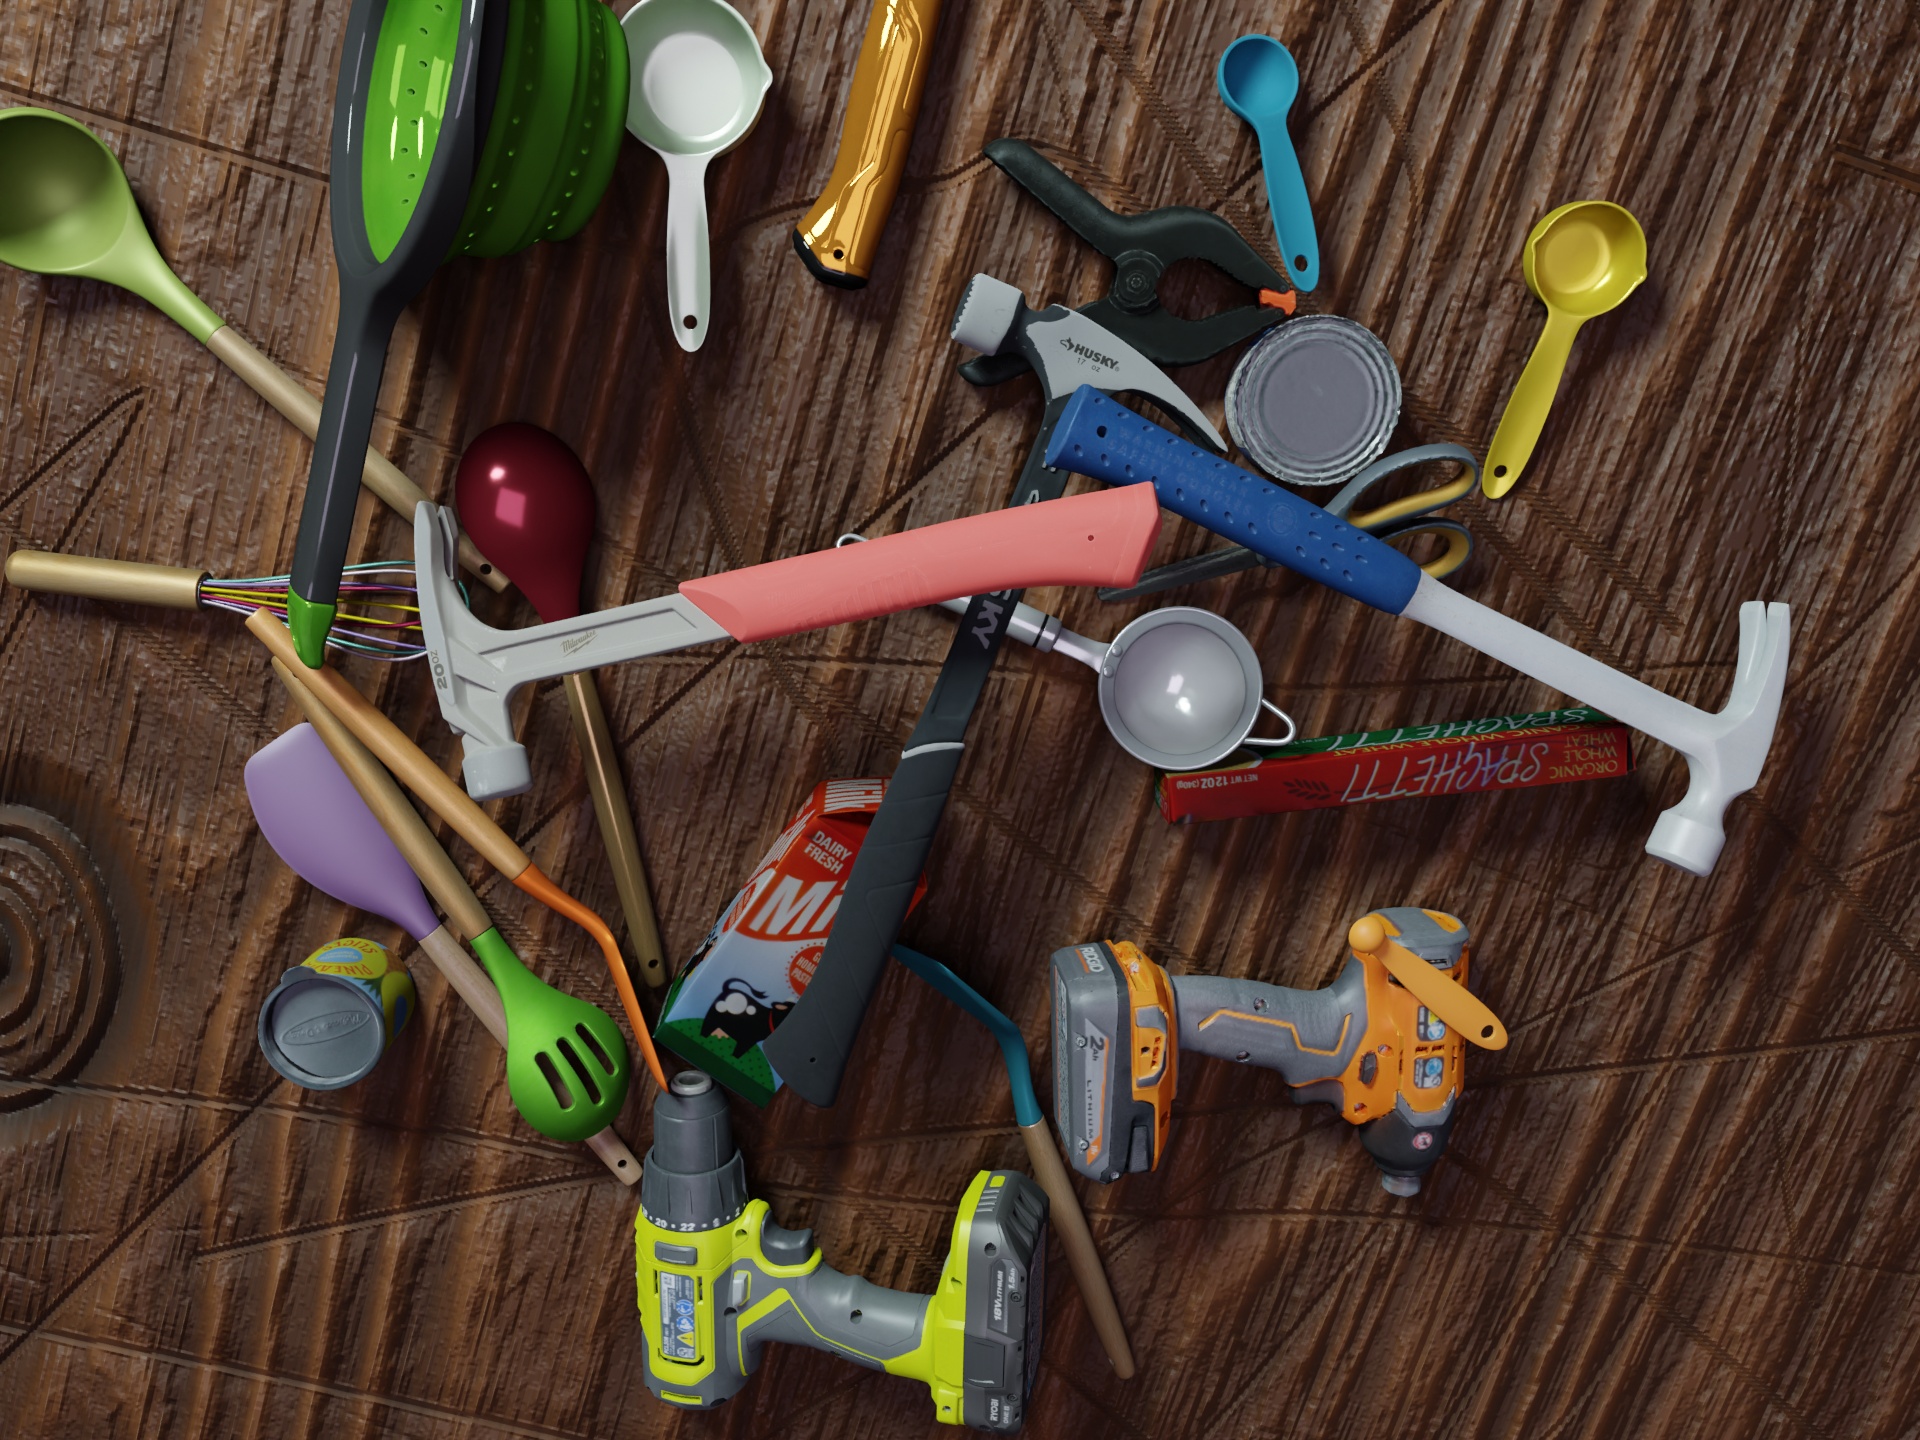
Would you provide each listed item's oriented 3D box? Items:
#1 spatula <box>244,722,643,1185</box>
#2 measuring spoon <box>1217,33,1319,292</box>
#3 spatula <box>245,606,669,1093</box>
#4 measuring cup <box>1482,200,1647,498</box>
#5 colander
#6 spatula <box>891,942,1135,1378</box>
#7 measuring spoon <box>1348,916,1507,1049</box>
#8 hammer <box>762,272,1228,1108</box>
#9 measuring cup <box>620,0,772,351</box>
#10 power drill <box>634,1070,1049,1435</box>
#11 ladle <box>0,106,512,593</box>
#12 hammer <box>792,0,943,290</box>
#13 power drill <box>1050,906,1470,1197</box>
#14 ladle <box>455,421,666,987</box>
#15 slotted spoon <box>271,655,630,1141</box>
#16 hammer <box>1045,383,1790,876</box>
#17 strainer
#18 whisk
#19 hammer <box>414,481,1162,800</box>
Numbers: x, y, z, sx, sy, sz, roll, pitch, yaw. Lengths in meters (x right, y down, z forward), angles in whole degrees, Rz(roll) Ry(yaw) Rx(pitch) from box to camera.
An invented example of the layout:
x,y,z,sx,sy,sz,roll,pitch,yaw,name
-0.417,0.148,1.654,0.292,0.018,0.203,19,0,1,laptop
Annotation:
x,y,z,sx,sy,sz,roll,pitch,yaw,name
-0.279,0.138,0.878,0.060,0.018,0.315,-39,102,-12,spatula
0.156,-0.275,0.795,0.042,0.021,0.128,-15,94,-14,measuring spoon
-0.254,0.068,0.831,0.041,0.081,0.322,-45,104,-11,spatula
0.303,-0.192,0.830,0.062,0.029,0.156,14,113,-5,measuring cup
-0.237,-0.210,0.749,0.094,0.205,0.397,6,108,-36,colander
0.038,0.252,0.902,0.044,0.082,0.317,-29,108,-26,spatula
0.249,0.141,0.836,0.116,0.011,0.021,38,93,-16,measuring spoon
-0.001,-0.003,0.787,0.149,0.036,0.409,22,91,-10,hammer
-0.133,-0.269,0.787,0.083,0.038,0.167,1,104,-2,measuring cup
-0.070,0.294,0.874,0.228,0.080,0.190,4,105,12,power drill
-0.352,-0.173,0.791,0.320,0.062,0.078,42,94,-12,ladle
-0.009,-0.375,0.769,0.127,0.034,0.337,16,101,-4,hammer
0.168,0.193,0.878,0.226,0.084,0.164,-4,102,-5,power drill
-0.199,-0.001,0.847,0.069,0.031,0.315,-17,106,-19,ladle
-0.276,0.095,0.861,0.070,0.031,0.313,-38,99,-32,slotted spoon
0.233,-0.065,0.787,0.405,0.035,0.144,24,90,-11,hammer
0.054,-0.044,0.842,0.258,0.050,0.087,24,87,-1,strainer
-0.369,-0.066,0.820,0.245,0.047,0.051,7,109,0,whisk
-0.084,-0.068,0.753,0.359,0.036,0.149,-12,88,11,hammer
